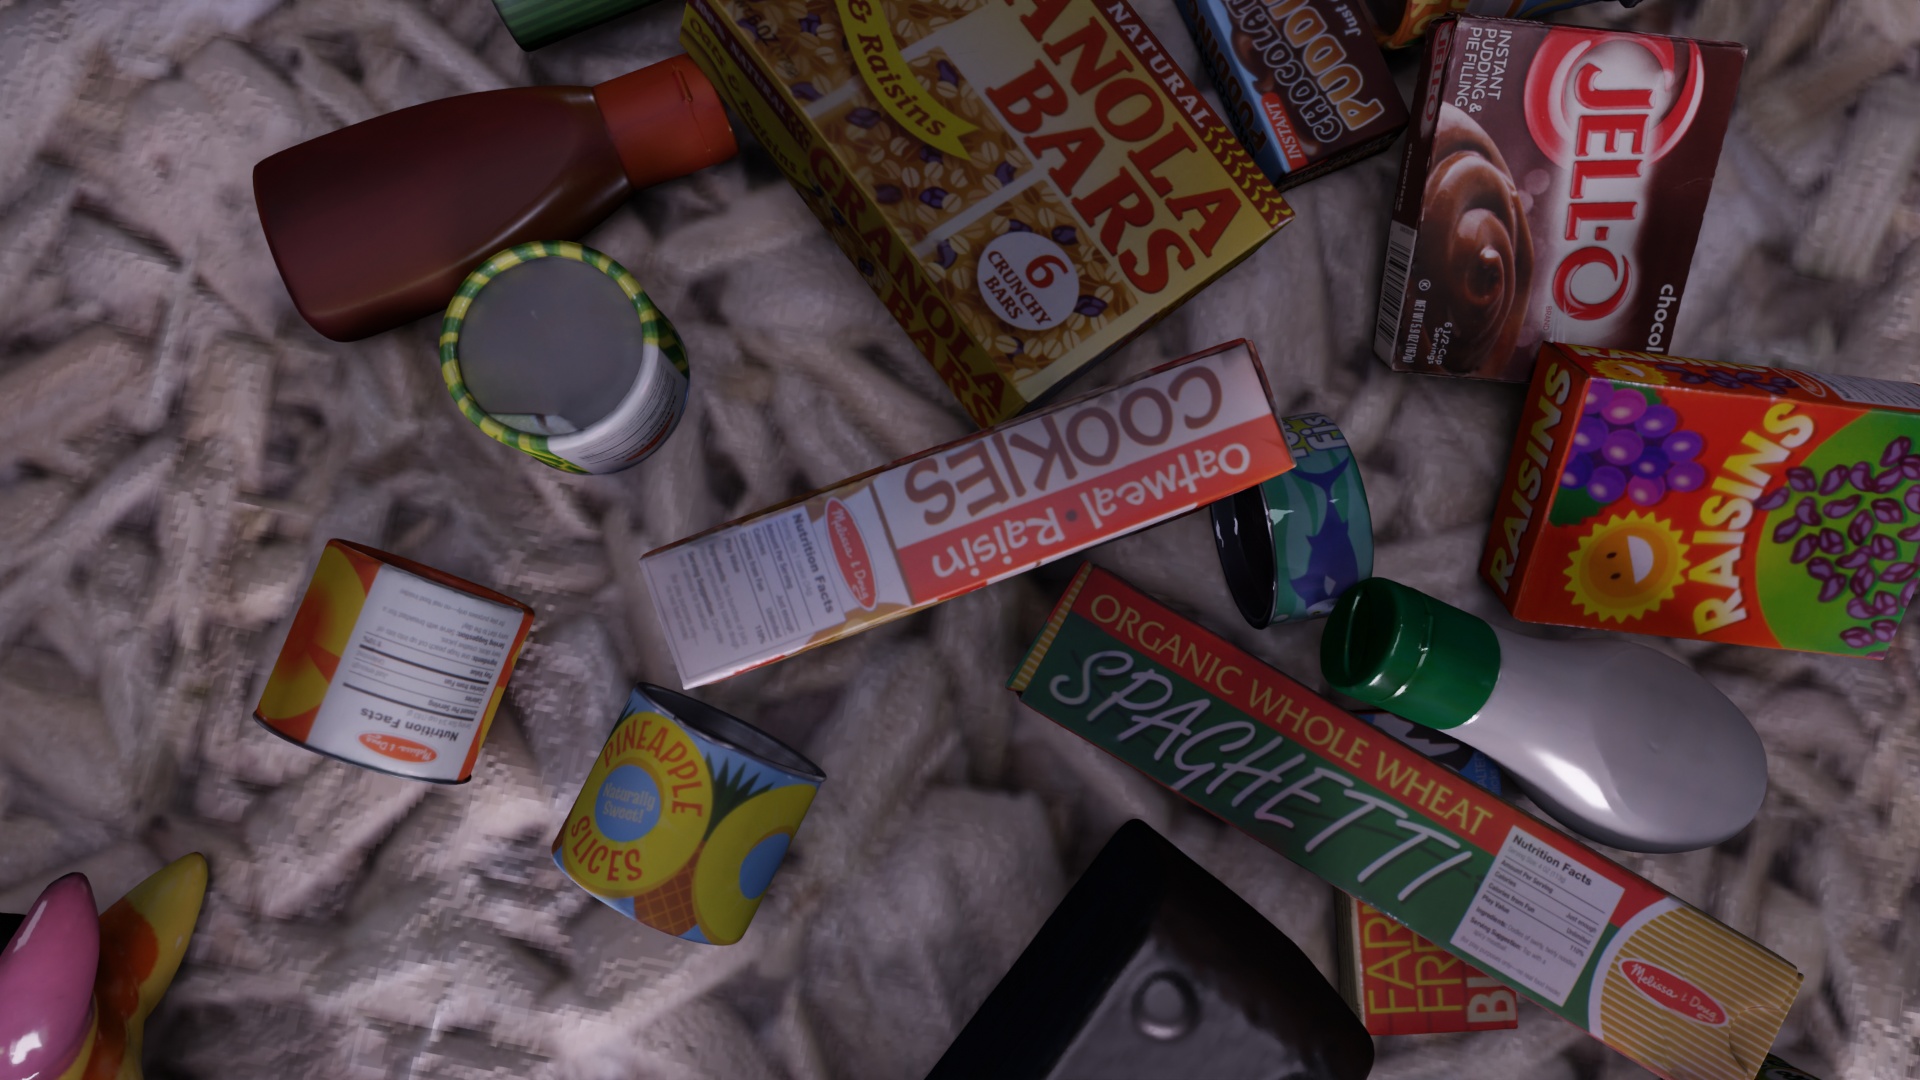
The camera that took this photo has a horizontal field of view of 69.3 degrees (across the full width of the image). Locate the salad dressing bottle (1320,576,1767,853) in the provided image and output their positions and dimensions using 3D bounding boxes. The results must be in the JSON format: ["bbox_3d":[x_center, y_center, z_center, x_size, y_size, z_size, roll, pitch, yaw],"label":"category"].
[{"bbox_3d":[0.180,0.052,0.428,0.147,0.044,0.064,22,68,-19],"label":"salad dressing bottle"}]

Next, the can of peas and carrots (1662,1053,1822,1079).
[{"bbox_3d":[0.259,0.197,0.434,0.071,0.058,0.071,0,85,-2],"label":"can of peas and carrots"}]

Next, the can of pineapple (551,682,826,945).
[{"bbox_3d":[-0.084,0.083,0.428,0.071,0.071,0.058,27,85,1],"label":"can of pineapple"}]

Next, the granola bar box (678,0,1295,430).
[{"bbox_3d":[0.009,-0.133,0.448,0.125,0.039,0.165,-36,87,-23],"label":"granola bar box"}]

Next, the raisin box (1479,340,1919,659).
[{"bbox_3d":[0.241,-0.013,0.445,0.123,0.040,0.085,6,115,-2],"label":"raisin box"}]

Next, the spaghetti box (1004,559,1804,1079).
[{"bbox_3d":[0.133,0.088,0.429,0.250,0.028,0.050,30,86,2],"label":"spaghetti box"}]

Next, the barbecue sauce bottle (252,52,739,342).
[{"bbox_3d":[-0.148,-0.119,0.456,0.149,0.043,0.065,-22,81,-4],"label":"barbecue sauce bottle"}]

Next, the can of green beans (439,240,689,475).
[{"bbox_3d":[-0.125,-0.057,0.444,0.071,0.058,0.071,0,85,-2],"label":"can of green beans"}]

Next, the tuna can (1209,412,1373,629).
[{"bbox_3d":[0.104,-0.009,0.442,0.033,0.071,0.071,-10,86,-4],"label":"tuna can"}]

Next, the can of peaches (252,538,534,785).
[{"bbox_3d":[-0.175,0.037,0.432,0.071,0.071,0.058,21,85,0],"label":"can of peaches"}]

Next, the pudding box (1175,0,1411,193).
[{"bbox_3d":[0.112,-0.166,0.475,0.050,0.030,0.083,-23,86,-3],"label":"pudding box"}]

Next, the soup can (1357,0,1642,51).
[{"bbox_3d":[0.177,-0.203,0.462,0.084,0.071,0.071,-14,86,-2],"label":"soup can"}]

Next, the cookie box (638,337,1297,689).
[{"bbox_3d":[0.001,-0.005,0.411,0.167,0.123,0.040,-20,87,-3],"label":"cookie box"}]

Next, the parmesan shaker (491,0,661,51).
[{"bbox_3d":[-0.108,-0.207,0.454,0.103,0.071,0.071,-24,86,-3],"label":"parmesan shaker"}]

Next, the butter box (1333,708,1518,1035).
[{"bbox_3d":[0.150,0.107,0.456,0.053,0.024,0.103,-3,85,-1],"label":"butter box"}]
